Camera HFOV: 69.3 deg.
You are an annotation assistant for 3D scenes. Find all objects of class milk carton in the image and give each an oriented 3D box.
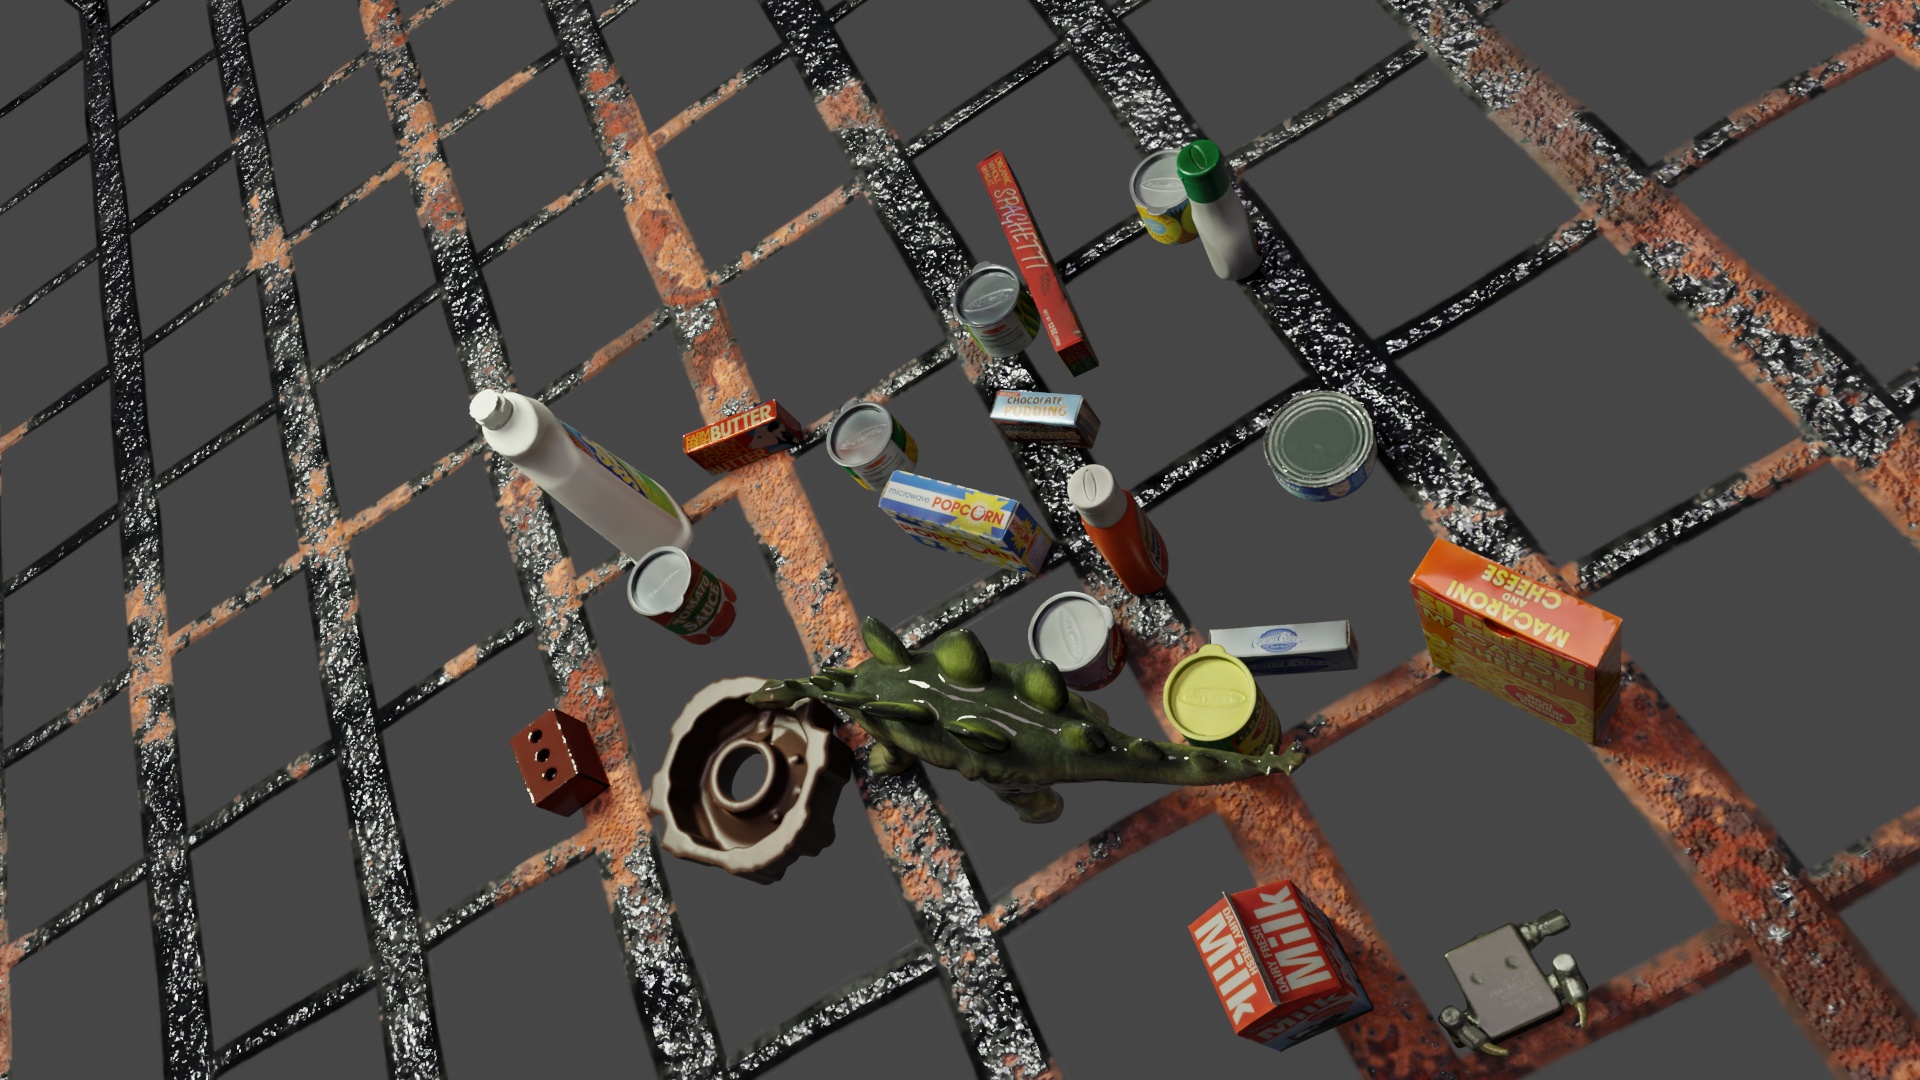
[{"bbox_3d":[0.204,0.272,0.888,0.073,0.190,0.072,-29,58,10],"label":"milk carton"}]

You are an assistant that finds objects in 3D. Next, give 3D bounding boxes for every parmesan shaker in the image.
[{"bbox_3d":[0.194,0.126,1.016,0.071,0.103,0.071,-10,63,20],"label":"parmesan shaker"}]

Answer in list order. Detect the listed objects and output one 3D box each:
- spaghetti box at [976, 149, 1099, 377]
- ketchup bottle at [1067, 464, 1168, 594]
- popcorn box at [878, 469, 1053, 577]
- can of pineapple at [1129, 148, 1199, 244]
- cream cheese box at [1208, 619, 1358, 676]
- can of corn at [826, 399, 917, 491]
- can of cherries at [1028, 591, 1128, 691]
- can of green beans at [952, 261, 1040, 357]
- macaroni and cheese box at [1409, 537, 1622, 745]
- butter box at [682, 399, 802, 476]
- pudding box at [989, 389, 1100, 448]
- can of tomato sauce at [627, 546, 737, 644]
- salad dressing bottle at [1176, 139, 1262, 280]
[{"bbox_3d":[0.070,-0.260,1.290,0.028,0.050,0.251,-26,58,12],"label":"spaghetti box"},{"bbox_3d":[0.123,-0.011,1.086,0.043,0.148,0.065,-16,61,17],"label":"ketchup bottle"},{"bbox_3d":[0.004,-0.015,1.180,0.127,0.085,0.038,16,74,30],"label":"popcorn box"},{"bbox_3d":[0.191,-0.308,1.253,0.071,0.057,0.071,-10,63,20],"label":"can of pineapple"},{"bbox_3d":[0.243,0.082,1.044,0.104,0.053,0.024,-6,64,22],"label":"cream cheese box"},{"bbox_3d":[-0.080,-0.087,1.270,0.071,0.058,0.071,-10,63,20],"label":"can of corn"},{"bbox_3d":[0.097,0.081,1.108,0.071,0.058,0.072,-10,63,20],"label":"can of cherries"},{"bbox_3d":[0.034,-0.210,1.277,0.071,0.057,0.071,-10,63,20],"label":"can of green beans"},{"bbox_3d":[0.371,0.070,0.924,0.124,0.166,0.040,29,81,32],"label":"macaroni and cheese box"},{"bbox_3d":[-0.210,-0.098,1.337,0.103,0.053,0.024,-19,60,15],"label":"butter box"},{"bbox_3d":[0.074,-0.107,1.214,0.084,0.049,0.030,8,70,27],"label":"pudding box"},{"bbox_3d":[-0.250,0.052,1.265,0.071,0.083,0.071,-10,63,20],"label":"can of tomato sauce"},{"bbox_3d":[0.218,-0.277,1.172,0.044,0.147,0.064,-26,59,12],"label":"salad dressing bottle"}]
